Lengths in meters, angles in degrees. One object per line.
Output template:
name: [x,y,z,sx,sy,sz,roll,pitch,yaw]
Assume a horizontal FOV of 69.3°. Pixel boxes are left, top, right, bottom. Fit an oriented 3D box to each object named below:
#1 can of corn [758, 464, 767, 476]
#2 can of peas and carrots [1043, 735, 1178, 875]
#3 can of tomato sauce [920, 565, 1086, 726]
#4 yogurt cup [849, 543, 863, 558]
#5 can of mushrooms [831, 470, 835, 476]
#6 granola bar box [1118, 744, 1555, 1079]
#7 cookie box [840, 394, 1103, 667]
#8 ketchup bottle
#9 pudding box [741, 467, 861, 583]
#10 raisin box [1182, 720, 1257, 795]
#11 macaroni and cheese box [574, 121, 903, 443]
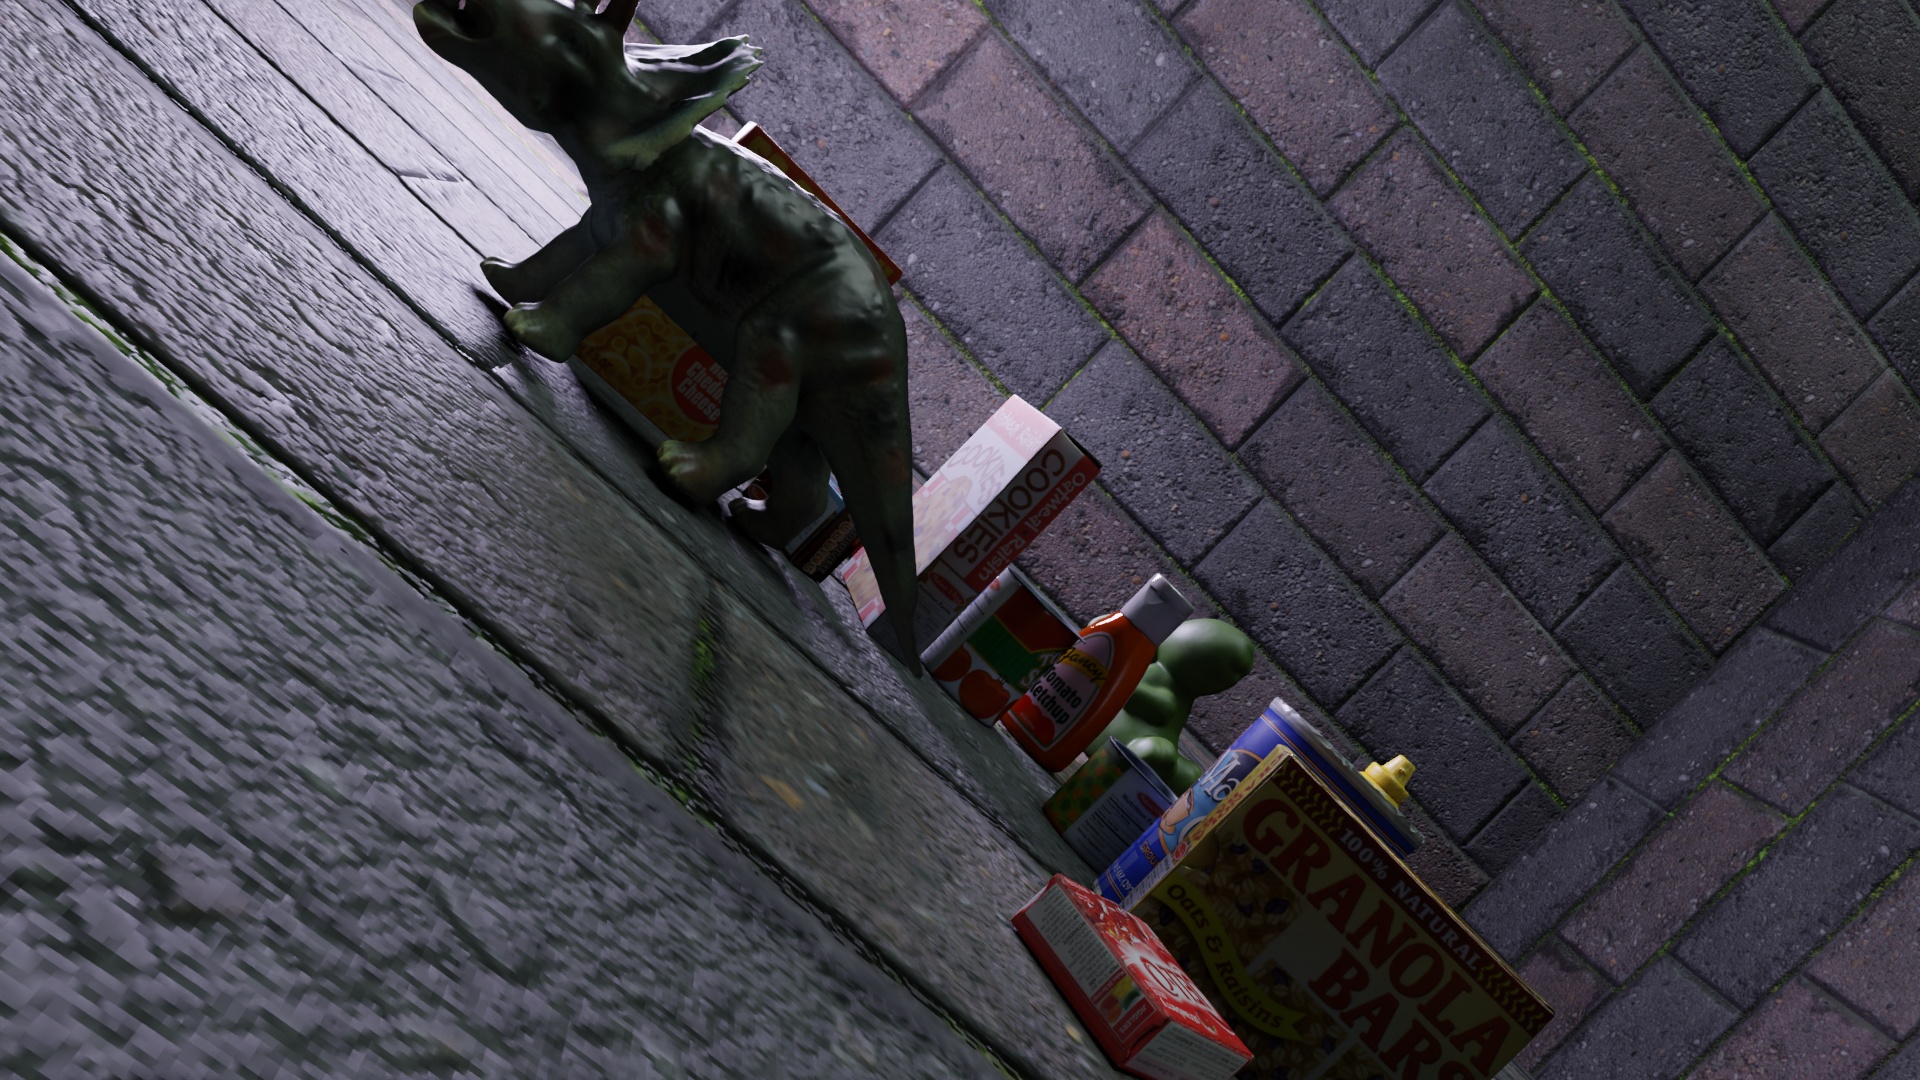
can of corn: [-0.140,-0.085,0.999,0.071,0.058,0.071,44,3,-3]
can of peas and carrots: [0.090,0.156,0.803,0.071,0.058,0.071,44,3,-3]
can of tomato sauce: [0.027,0.070,0.895,0.071,0.083,0.071,44,3,-3]
yogurt cup: [-0.068,-0.014,1.041,0.072,0.054,0.072,44,3,-3]
can of mushrooms: [-0.112,-0.053,1.165,0.071,0.033,0.071,44,3,-3]
granola bar box: [0.168,0.198,0.647,0.165,0.124,0.039,45,3,6]
cookie box: [0.003,-0.011,0.871,0.040,0.167,0.123,44,3,-19]
ketchup bottle: [0.096,0.087,0.952,0.065,0.149,0.043,46,3,36]
pudding box: [-0.092,-0.019,0.835,0.030,0.049,0.084,42,4,-44]
raisin box: [0.166,0.183,0.830,0.040,0.123,0.086,42,4,-47]
macaroni and cheese box: [-0.136,-0.143,0.820,0.123,0.166,0.040,43,3,-23]
